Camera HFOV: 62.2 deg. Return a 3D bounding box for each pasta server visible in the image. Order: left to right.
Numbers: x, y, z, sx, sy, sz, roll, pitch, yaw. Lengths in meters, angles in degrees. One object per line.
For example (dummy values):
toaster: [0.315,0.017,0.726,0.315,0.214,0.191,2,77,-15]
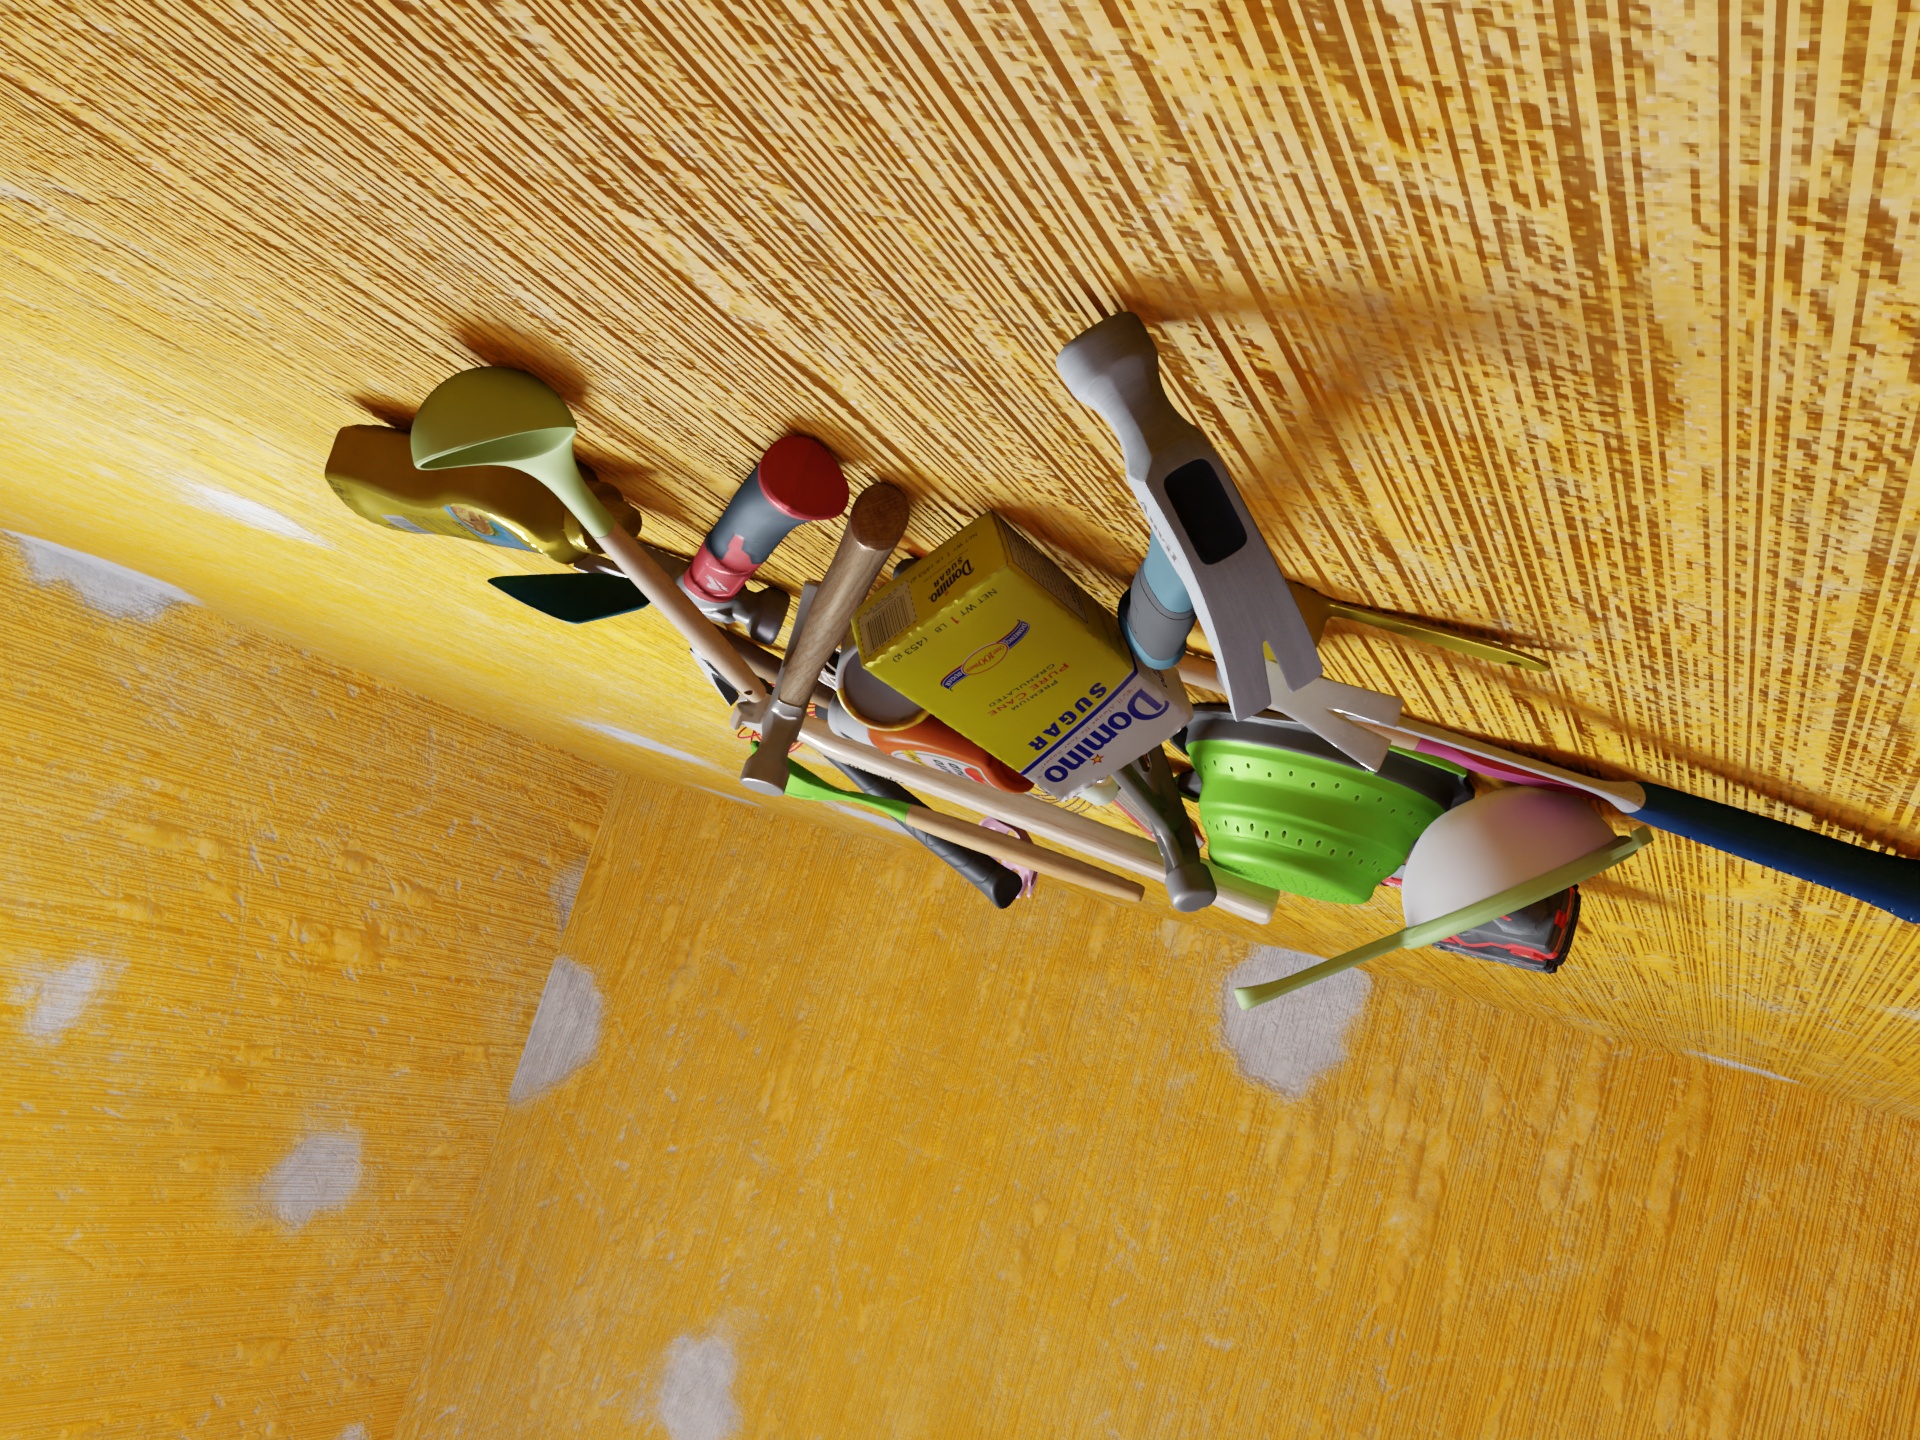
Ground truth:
pasta server: [0.019,0.048,1.243,0.060,0.040,0.315,23,155,26]

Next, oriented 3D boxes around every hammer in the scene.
hammer: [-0.140,-0.104,0.896,0.143,0.038,0.386,21,171,-13]
hammer: [-0.076,-0.056,0.903,0.031,0.130,0.331,18,161,-9]
hammer: [-0.086,0.041,1.312,0.335,0.035,0.146,38,169,7]
hammer: [0.032,0.061,1.144,0.410,0.038,0.146,20,179,5]
hammer: [0.071,-0.007,0.972,0.036,0.149,0.358,-26,145,13]
hammer: [0.084,-0.056,0.640,0.128,0.033,0.331,61,-178,5]
hammer: [0.334,0.039,0.809,0.405,0.035,0.144,17,-171,-14]

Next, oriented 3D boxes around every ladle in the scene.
ladle: [-0.180,-0.080,0.857,0.078,0.062,0.319,-13,148,15]

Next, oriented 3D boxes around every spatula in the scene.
spatula: [-0.165,-0.044,1.045,0.082,0.044,0.317,25,177,35]

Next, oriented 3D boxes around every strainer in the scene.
strainer: [0.279,0.101,0.974,0.256,0.069,0.151,-23,169,2]

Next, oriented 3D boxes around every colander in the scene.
colander: [0.214,0.073,1.141,0.204,0.094,0.397,18,171,-8]

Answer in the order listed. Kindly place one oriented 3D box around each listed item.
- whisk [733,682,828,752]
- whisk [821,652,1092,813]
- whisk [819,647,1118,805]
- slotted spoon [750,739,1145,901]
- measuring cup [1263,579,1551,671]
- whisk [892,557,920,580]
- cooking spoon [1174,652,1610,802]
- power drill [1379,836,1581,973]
whisk: [-0.129,-0.008,1.420,0.073,0.073,0.296,22,165,-28]
whisk: [-0.011,0.001,1.282,0.284,0.070,0.070,25,170,-14]
whisk: [-0.002,-0.004,1.105,0.246,0.058,0.059,27,134,3]
slotted spoon: [-0.015,0.078,1.174,0.314,0.031,0.070,18,180,12]
measuring cup: [0.186,-0.034,0.725,0.156,0.029,0.062,17,172,21]
whisk: [0.011,-0.045,0.972,0.055,0.055,0.238,13,166,25]
cooking spoon: [0.235,0.002,0.904,0.319,0.017,0.069,17,178,0]
power drill: [0.376,0.122,1.217,0.143,0.078,0.219,9,166,42]
